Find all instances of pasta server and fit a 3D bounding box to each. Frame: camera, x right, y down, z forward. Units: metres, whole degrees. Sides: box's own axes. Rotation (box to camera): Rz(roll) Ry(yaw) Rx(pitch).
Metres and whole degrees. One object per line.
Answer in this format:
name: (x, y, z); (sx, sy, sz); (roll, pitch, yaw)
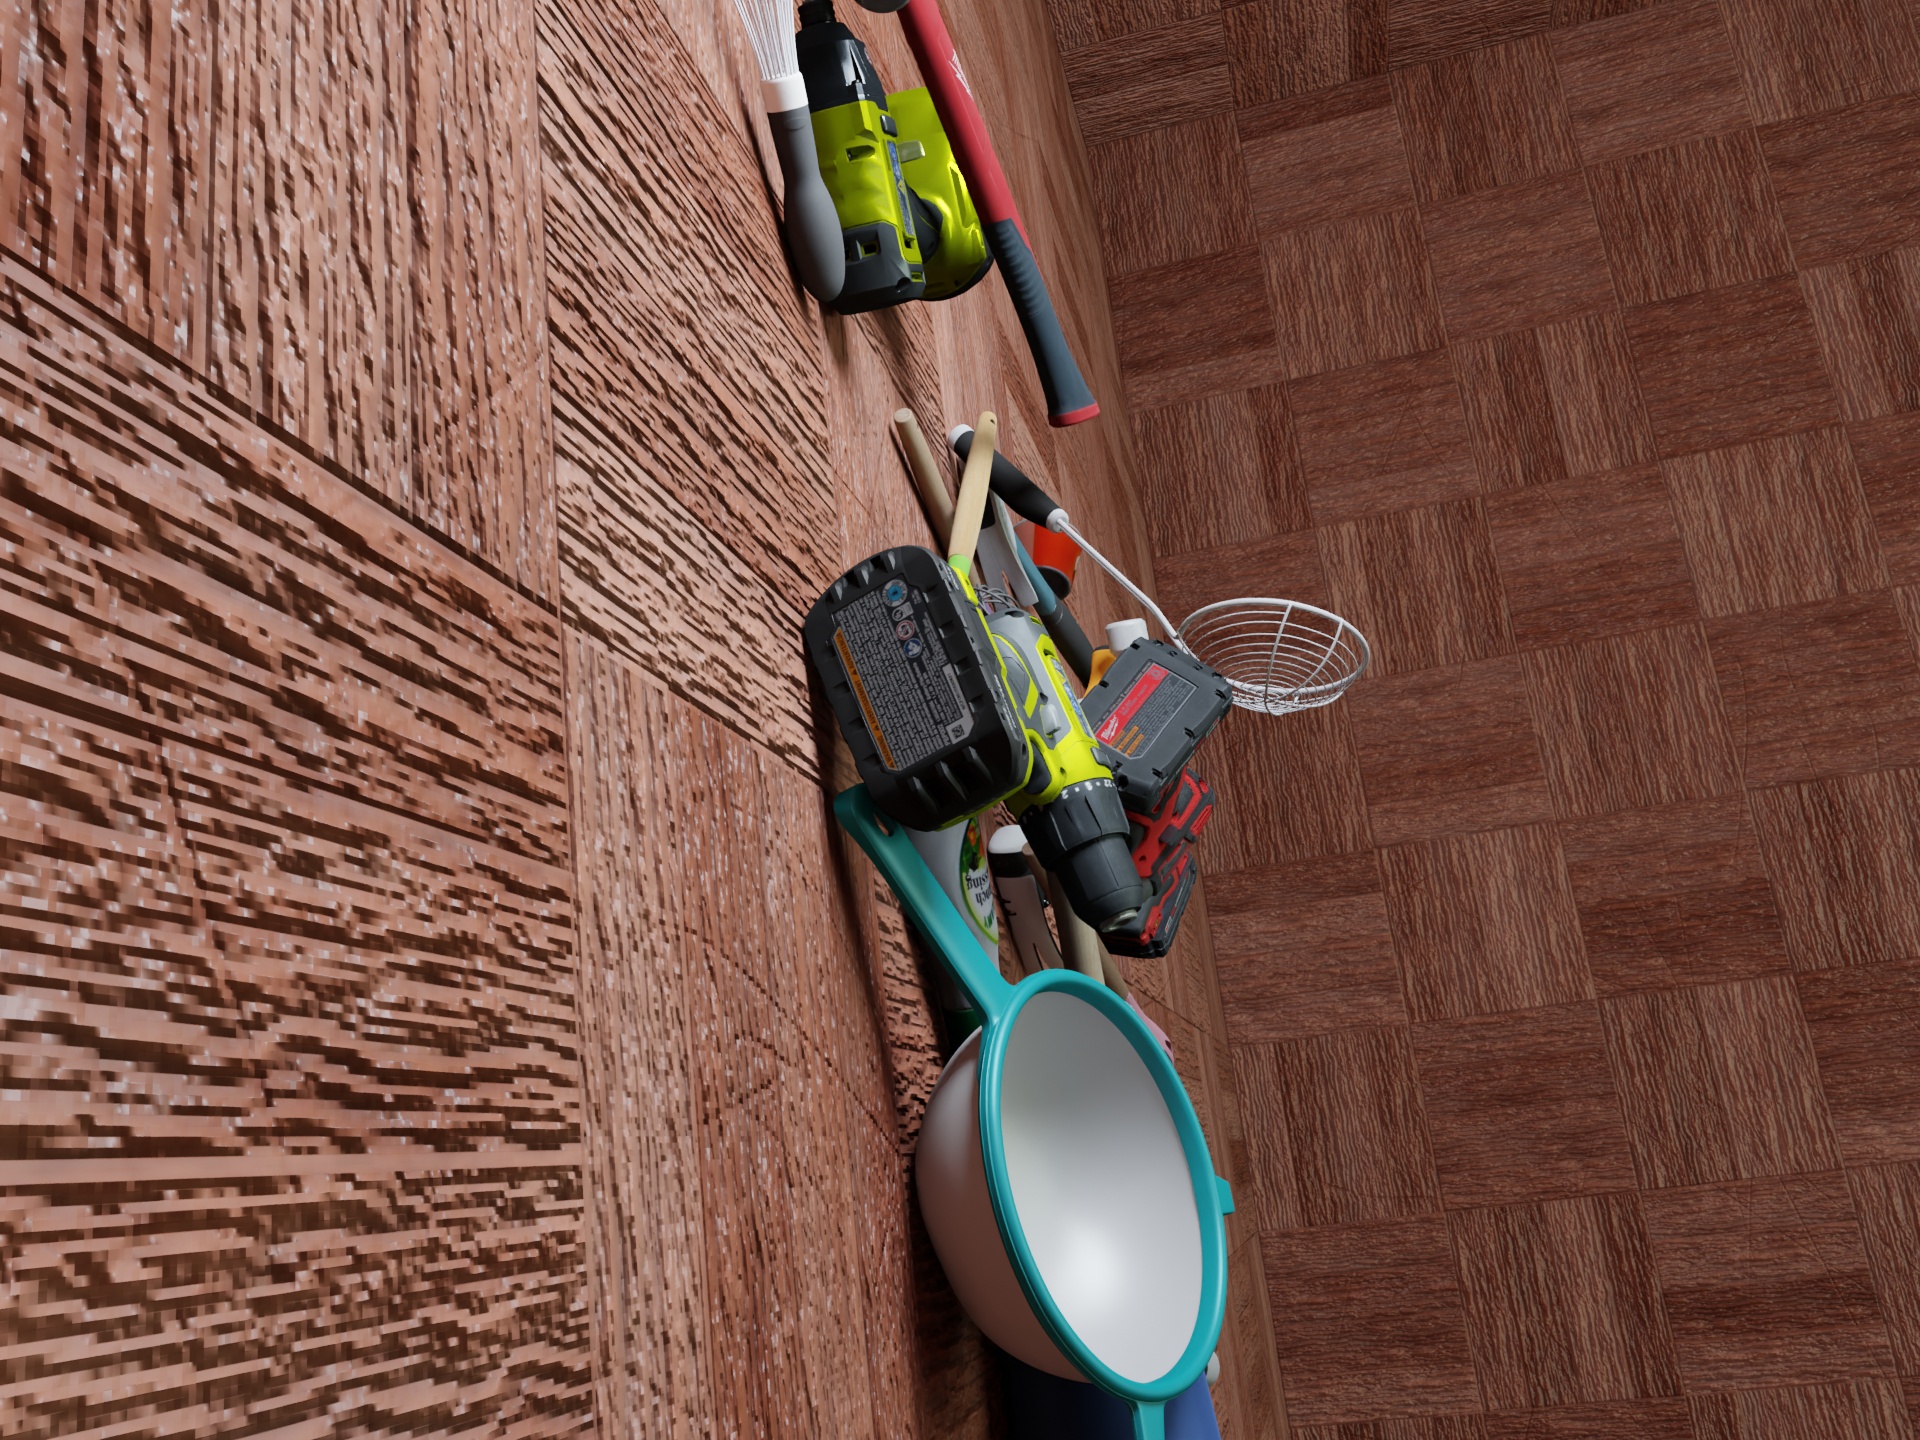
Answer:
pasta server: (0.101, 0.188, 1.173); (0.315, 0.040, 0.060); (59, 33, -41)

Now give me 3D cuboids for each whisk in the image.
whisk: (-0.098, -0.353, 0.809); (0.070, 0.070, 0.284); (-80, 162, -60)
whisk: (0.036, -0.029, 1.185); (0.238, 0.055, 0.055); (67, 17, -59)

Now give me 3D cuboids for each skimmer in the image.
skimmer: (0.131, -0.127, 1.146); (0.364, 0.090, 0.127); (46, -9, 30)

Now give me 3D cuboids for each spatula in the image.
spatula: (0.002, -0.110, 1.155); (0.315, 0.018, 0.060); (66, 19, -52)

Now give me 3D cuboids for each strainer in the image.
strainer: (0.009, 0.188, 0.796); (0.340, 0.095, 0.211); (57, 30, -10)

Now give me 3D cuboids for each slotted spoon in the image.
slotted spoon: (0.003, -0.119, 1.068); (0.070, 0.031, 0.314); (40, 36, -25)

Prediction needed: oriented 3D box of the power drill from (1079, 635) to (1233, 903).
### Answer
power drill: (0.125, 0.055, 1.119); (0.143, 0.079, 0.219); (-49, 155, -22)

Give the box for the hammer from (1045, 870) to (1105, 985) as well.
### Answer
hammer: (0.080, 0.158, 1.064); (0.146, 0.038, 0.410); (-87, 167, -67)

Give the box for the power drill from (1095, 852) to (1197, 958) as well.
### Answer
power drill: (0.148, 0.086, 1.434); (0.188, 0.080, 0.226); (-62, 144, -36)

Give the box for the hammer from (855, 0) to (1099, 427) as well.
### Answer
hammer: (0.019, -0.344, 1.013); (0.385, 0.038, 0.143); (60, 26, -47)

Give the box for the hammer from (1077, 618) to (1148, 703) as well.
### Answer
hammer: (0.075, 0.004, 1.145); (0.405, 0.035, 0.144); (-12, 91, -66)

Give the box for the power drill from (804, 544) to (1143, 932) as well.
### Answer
power drill: (0.022, 0.014, 0.835); (0.228, 0.080, 0.191); (27, 37, -64)

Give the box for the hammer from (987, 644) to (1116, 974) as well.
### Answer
hammer: (0.091, 0.048, 1.255); (0.337, 0.034, 0.127); (-64, 144, -52)

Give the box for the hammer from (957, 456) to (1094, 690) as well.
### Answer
hammer: (0.076, -0.096, 1.355); (0.330, 0.033, 0.128); (49, 27, -56)

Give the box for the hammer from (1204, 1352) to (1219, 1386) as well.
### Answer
hammer: (0.122, 0.339, 1.240); (0.146, 0.035, 0.335); (35, 37, -45)

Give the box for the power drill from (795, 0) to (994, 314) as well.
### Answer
power drill: (-0.046, -0.341, 0.988); (0.223, 0.080, 0.171); (-46, 125, -72)
